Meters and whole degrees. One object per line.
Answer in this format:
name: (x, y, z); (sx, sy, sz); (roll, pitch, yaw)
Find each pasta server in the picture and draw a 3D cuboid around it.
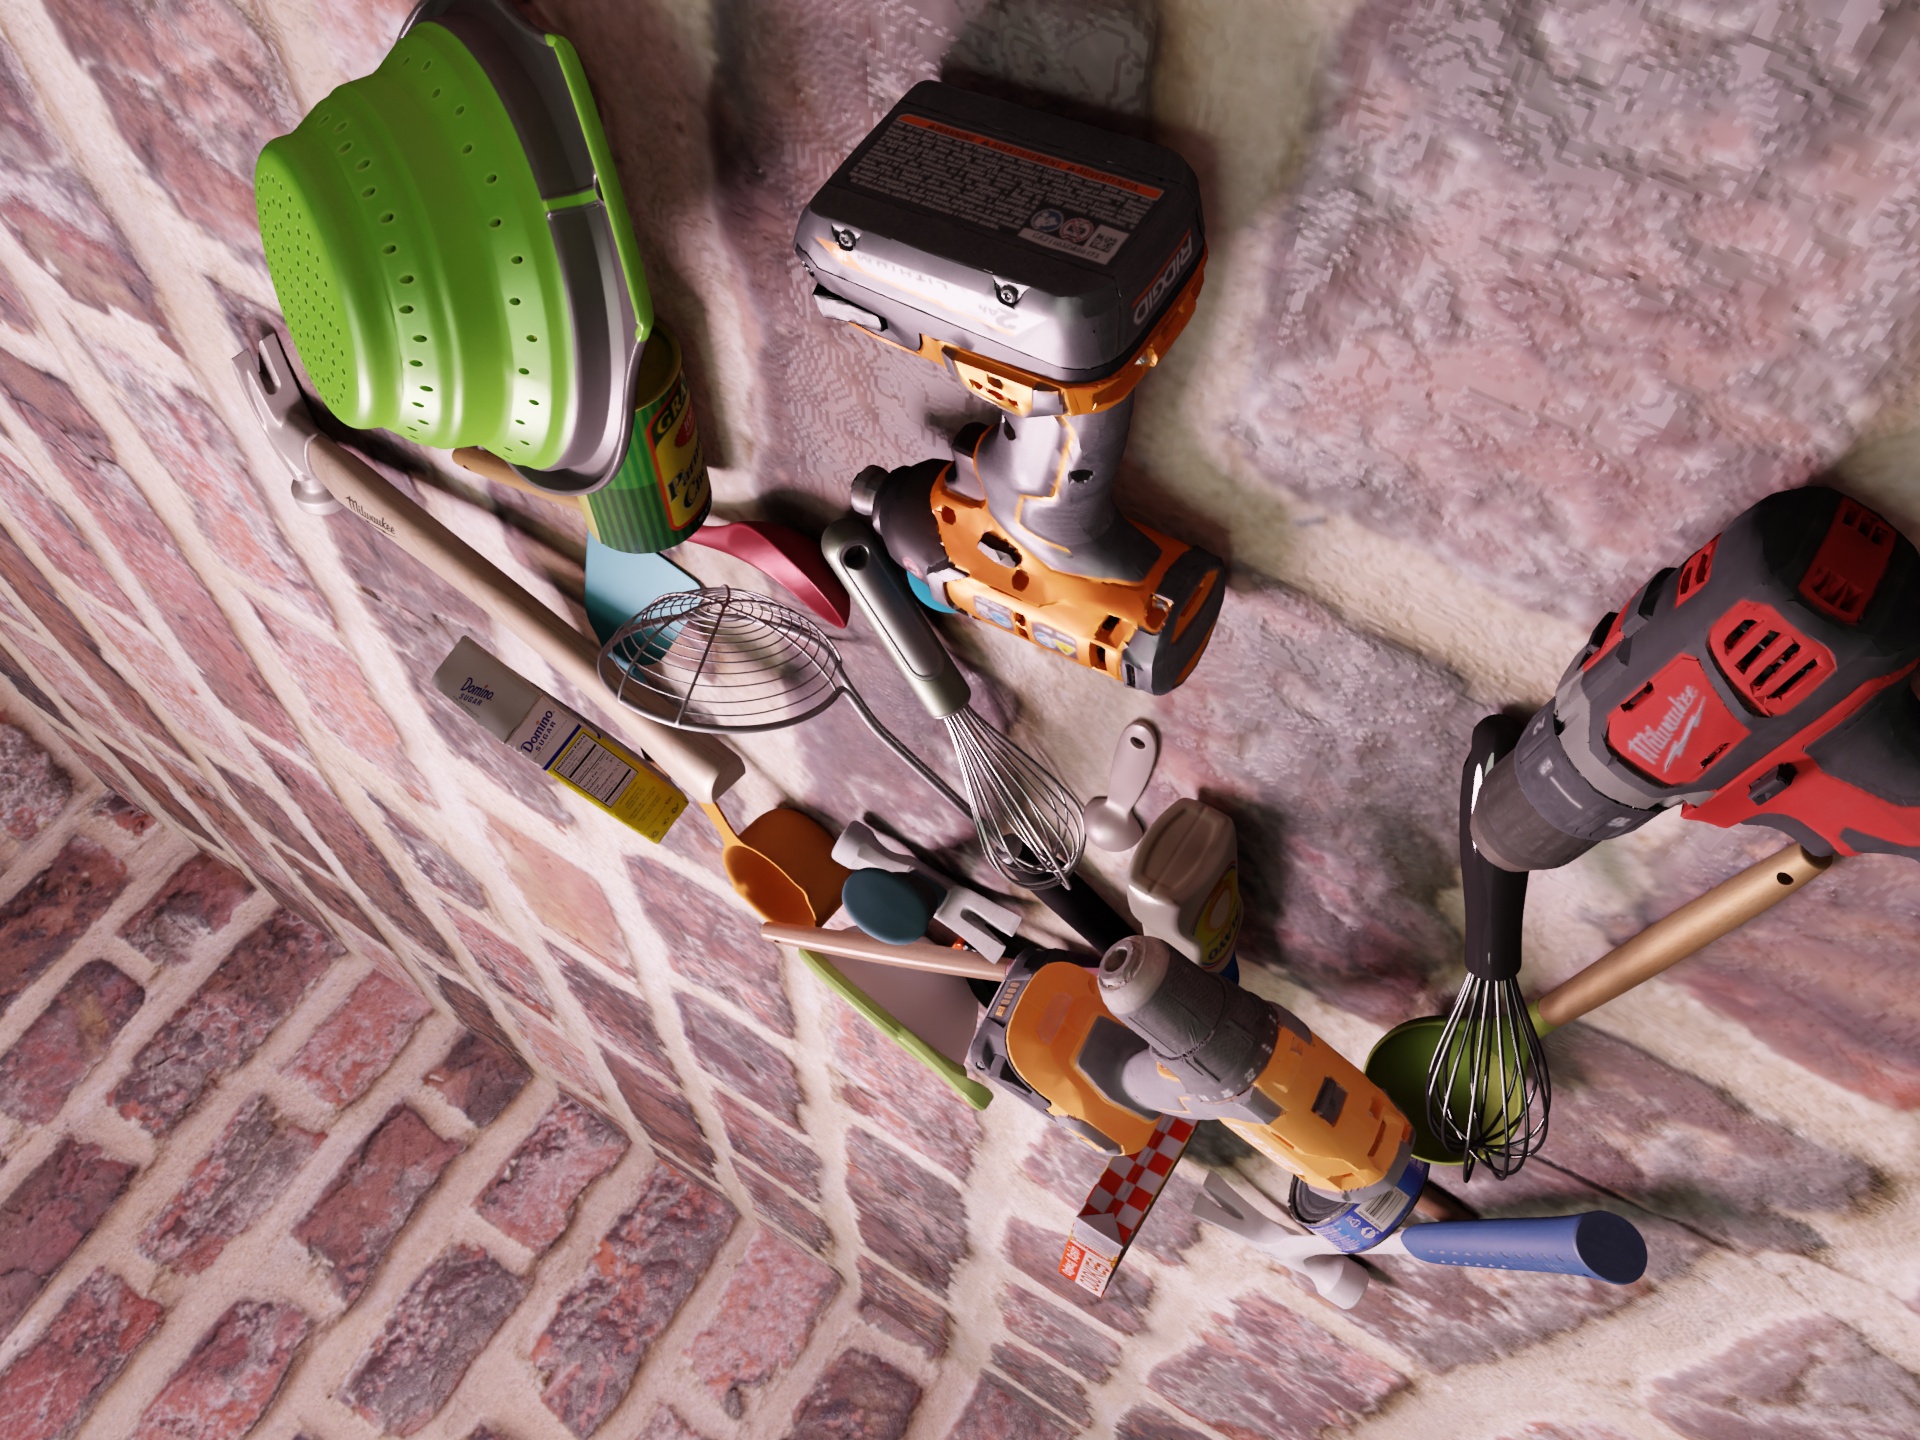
pasta server: (0.005, 0.163, 1.021); (0.316, 0.040, 0.060); (5, 148, 26)

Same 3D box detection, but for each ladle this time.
ladle: (-0.176, -0.112, 0.866); (0.316, 0.031, 0.069); (21, 158, 33)
ladle: (0.266, 0.127, 0.692); (0.078, 0.062, 0.320); (40, 152, 11)

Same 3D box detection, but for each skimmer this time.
skimmer: (-0.035, 0.052, 0.890); (0.090, 0.127, 0.363); (-39, 114, 19)

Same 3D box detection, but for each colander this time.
colander: (-0.258, -0.183, 0.700); (0.397, 0.094, 0.204); (5, 113, 58)

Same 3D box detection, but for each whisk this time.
whisk: (-0.001, -0.003, 0.814); (0.246, 0.058, 0.059); (57, 177, -28)
whisk: (0.219, 0.101, 0.659); (0.055, 0.055, 0.238); (15, 129, 36)

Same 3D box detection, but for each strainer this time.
strainer: (-0.019, 0.193, 1.080); (0.151, 0.069, 0.256); (41, 172, -21)

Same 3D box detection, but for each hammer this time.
hammer: (0.274, 0.323, 0.988); (0.144, 0.035, 0.405); (32, 157, -3)
hammer: (-0.028, 0.097, 0.886); (0.128, 0.033, 0.331); (30, 177, 4)
hammer: (-0.292, -0.086, 0.978); (0.411, 0.038, 0.146); (36, 154, 18)

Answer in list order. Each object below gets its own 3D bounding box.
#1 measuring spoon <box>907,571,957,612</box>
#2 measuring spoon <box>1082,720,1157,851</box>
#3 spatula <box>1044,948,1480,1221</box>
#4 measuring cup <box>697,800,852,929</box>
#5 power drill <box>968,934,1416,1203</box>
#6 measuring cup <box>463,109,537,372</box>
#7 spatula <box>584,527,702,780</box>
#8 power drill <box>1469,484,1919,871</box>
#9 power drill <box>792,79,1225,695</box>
measuring spoon: (0.026, -0.049, 0.726); (0.129, 0.021, 0.042); (23, 151, 28)
measuring spoon: (0.081, 0.037, 0.807); (0.034, 0.018, 0.124); (30, 153, 13)
spatula: (0.183, 0.234, 1.001); (0.316, 0.018, 0.059); (30, 122, 7)
measuring cup: (-0.139, 0.069, 1.098); (0.095, 0.052, 0.173); (-8, 119, 53)
power drill: (0.095, 0.168, 0.819); (0.185, 0.084, 0.226); (39, 157, -23)
measuring cup: (-0.205, -0.227, 0.720); (0.062, 0.029, 0.156); (35, 143, 21)
spatula: (-0.205, -0.023, 1.055); (0.082, 0.044, 0.317); (32, 158, 8)
power drill: (0.286, 0.046, 0.500); (0.227, 0.080, 0.187); (37, 149, 7)
power drill: (0.013, -0.110, 0.580); (0.164, 0.084, 0.226); (25, 156, 23)
